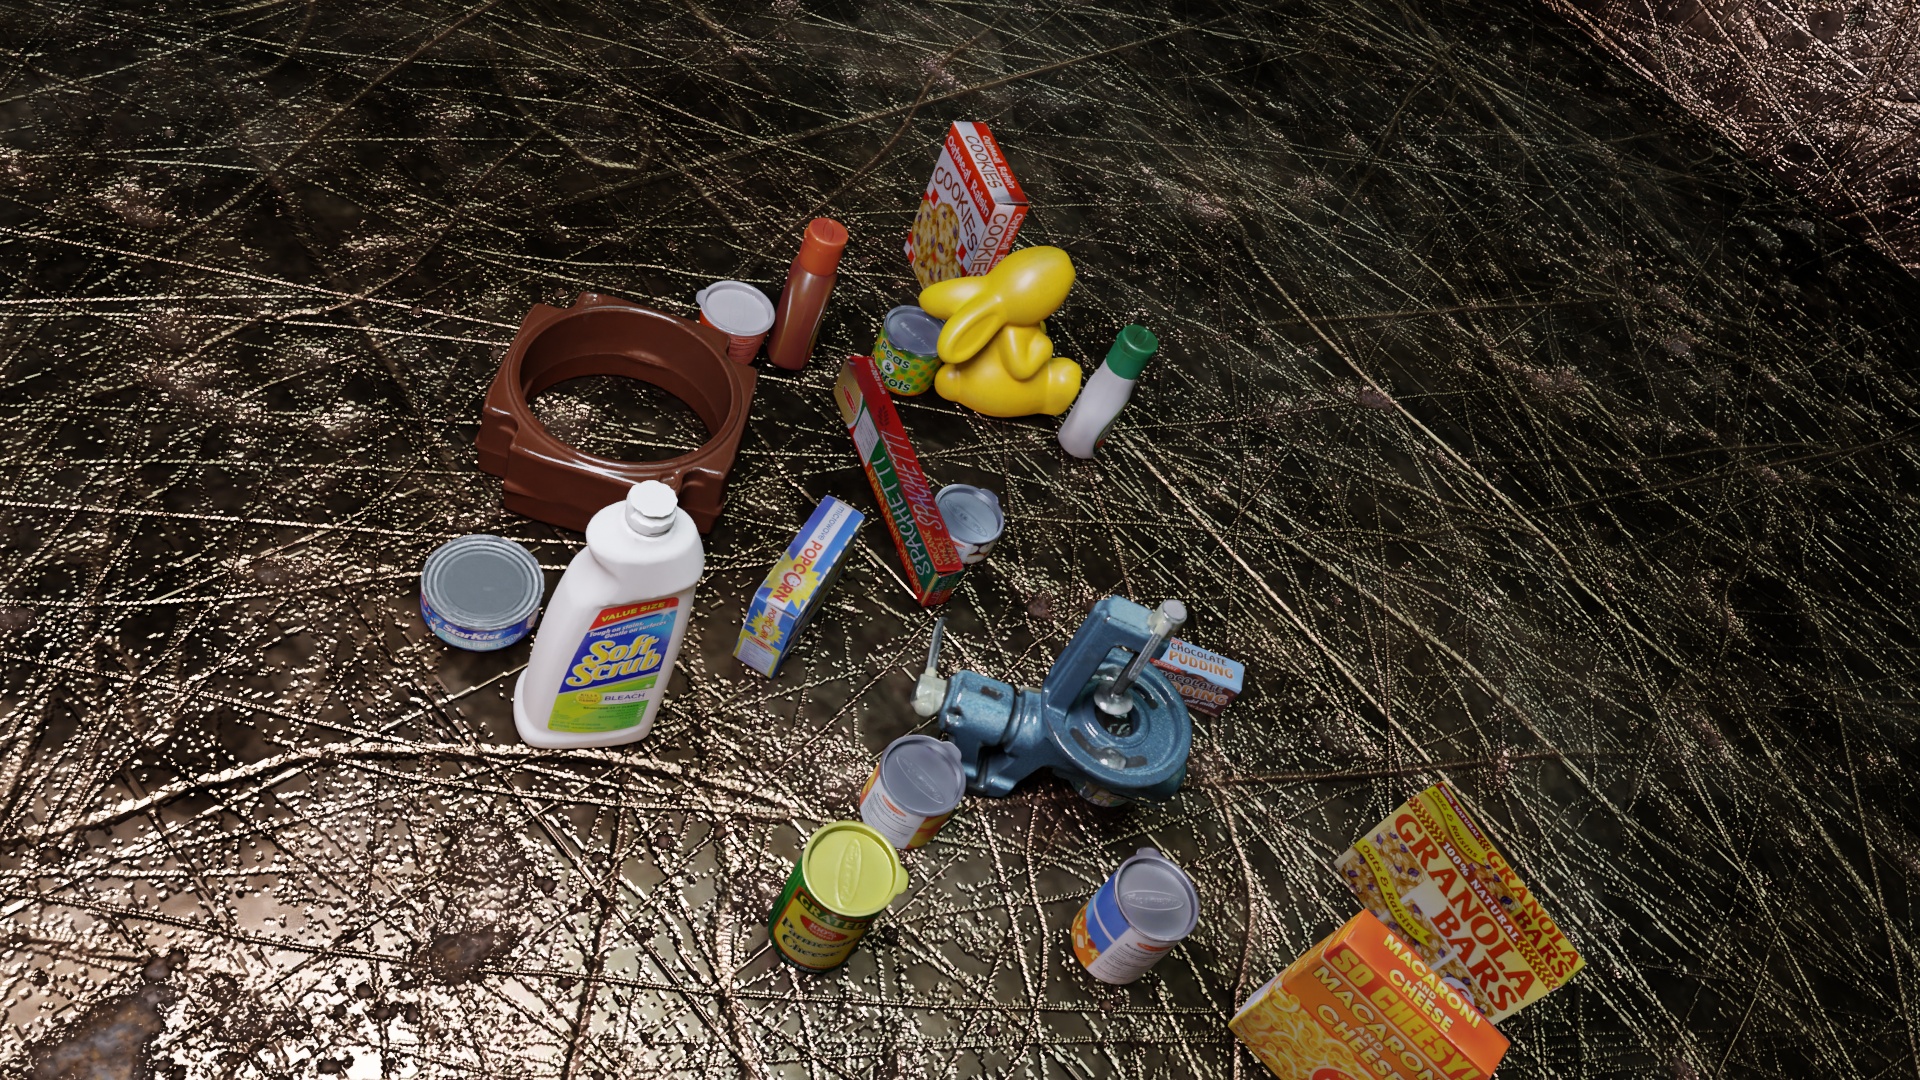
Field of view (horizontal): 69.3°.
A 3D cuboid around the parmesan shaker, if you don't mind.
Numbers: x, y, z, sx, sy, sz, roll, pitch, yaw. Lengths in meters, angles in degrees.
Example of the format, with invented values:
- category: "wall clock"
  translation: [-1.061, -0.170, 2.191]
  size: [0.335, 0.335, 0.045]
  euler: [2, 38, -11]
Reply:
- category: "parmesan shaker"
  translation: [-0.084, 0.242, 0.931]
  size: [0.071, 0.102, 0.072]
  euler: [12, 49, -14]

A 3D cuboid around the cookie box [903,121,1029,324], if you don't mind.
- category: "cookie box"
  translation: [0.004, -0.313, 1.388]
  size: [0.040, 0.166, 0.123]
  euler: [-5, 55, -27]

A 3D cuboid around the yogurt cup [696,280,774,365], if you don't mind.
- category: "yogurt cup"
  translation: [-0.209, -0.196, 1.273]
  size: [0.072, 0.053, 0.073]
  euler: [12, 49, -14]

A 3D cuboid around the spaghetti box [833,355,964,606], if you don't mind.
- category: "spaghetti box"
  translation: [-0.058, -0.056, 1.227]
  size: [0.029, 0.050, 0.251]
  euler: [-6, 55, -28]

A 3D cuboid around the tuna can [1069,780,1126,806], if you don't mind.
- category: "tuna can"
  translation: [0.119, 0.181, 1.119]
  size: [0.071, 0.032, 0.071]
  euler: [12, 49, -14]

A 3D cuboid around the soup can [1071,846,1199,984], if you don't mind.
- category: "soup can"
  translation: [0.126, 0.274, 1.010]
  size: [0.071, 0.083, 0.072]
  euler: [12, 49, -14]

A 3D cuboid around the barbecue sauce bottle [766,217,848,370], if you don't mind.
- category: "barbecue sauce bottle"
  translation: [-0.139, -0.226, 1.265]
  size: [0.044, 0.147, 0.065]
  euler: [13, 49, -14]

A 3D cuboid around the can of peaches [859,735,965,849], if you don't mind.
- category: "can of peaches"
  translation: [-0.035, 0.186, 1.030]
  size: [0.071, 0.057, 0.071]
  euler: [12, 49, -14]

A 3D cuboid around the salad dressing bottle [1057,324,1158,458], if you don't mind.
- category: "salad dressing bottle"
  translation: [0.140, -0.140, 1.318]
  size: [0.044, 0.146, 0.064]
  euler: [33, 47, 4]

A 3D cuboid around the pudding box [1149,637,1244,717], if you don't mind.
- category: "pudding box"
  translation: [0.196, 0.116, 1.196]
  size: [0.084, 0.049, 0.030]
  euler: [22, 47, -6]

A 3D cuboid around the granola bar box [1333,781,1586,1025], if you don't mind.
- category: "granola bar box"
  translation: [0.385, 0.289, 1.084]
  size: [0.039, 0.123, 0.166]
  euler: [-16, 61, -33]

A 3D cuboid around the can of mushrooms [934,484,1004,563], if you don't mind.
- category: "can of mushrooms"
  translation: [0.004, -0.015, 1.232]
  size: [0.071, 0.033, 0.071]
  euler: [12, 49, -14]

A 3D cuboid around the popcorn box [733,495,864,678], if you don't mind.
- category: "popcorn box"
  translation: [-0.126, 0.035, 1.096]
  size: [0.038, 0.084, 0.127]
  euler: [29, 47, 1]

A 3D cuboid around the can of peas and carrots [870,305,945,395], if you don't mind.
- category: "can of peas and carrots"
  translation: [-0.051, -0.180, 1.327]
  size: [0.071, 0.058, 0.071]
  euler: [12, 49, -14]

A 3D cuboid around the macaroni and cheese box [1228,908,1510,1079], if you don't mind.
- category: "macaroni and cheese box"
  translation: [0.278, 0.342, 0.965]
  size: [0.124, 0.165, 0.040]
  euler: [43, 49, 14]
